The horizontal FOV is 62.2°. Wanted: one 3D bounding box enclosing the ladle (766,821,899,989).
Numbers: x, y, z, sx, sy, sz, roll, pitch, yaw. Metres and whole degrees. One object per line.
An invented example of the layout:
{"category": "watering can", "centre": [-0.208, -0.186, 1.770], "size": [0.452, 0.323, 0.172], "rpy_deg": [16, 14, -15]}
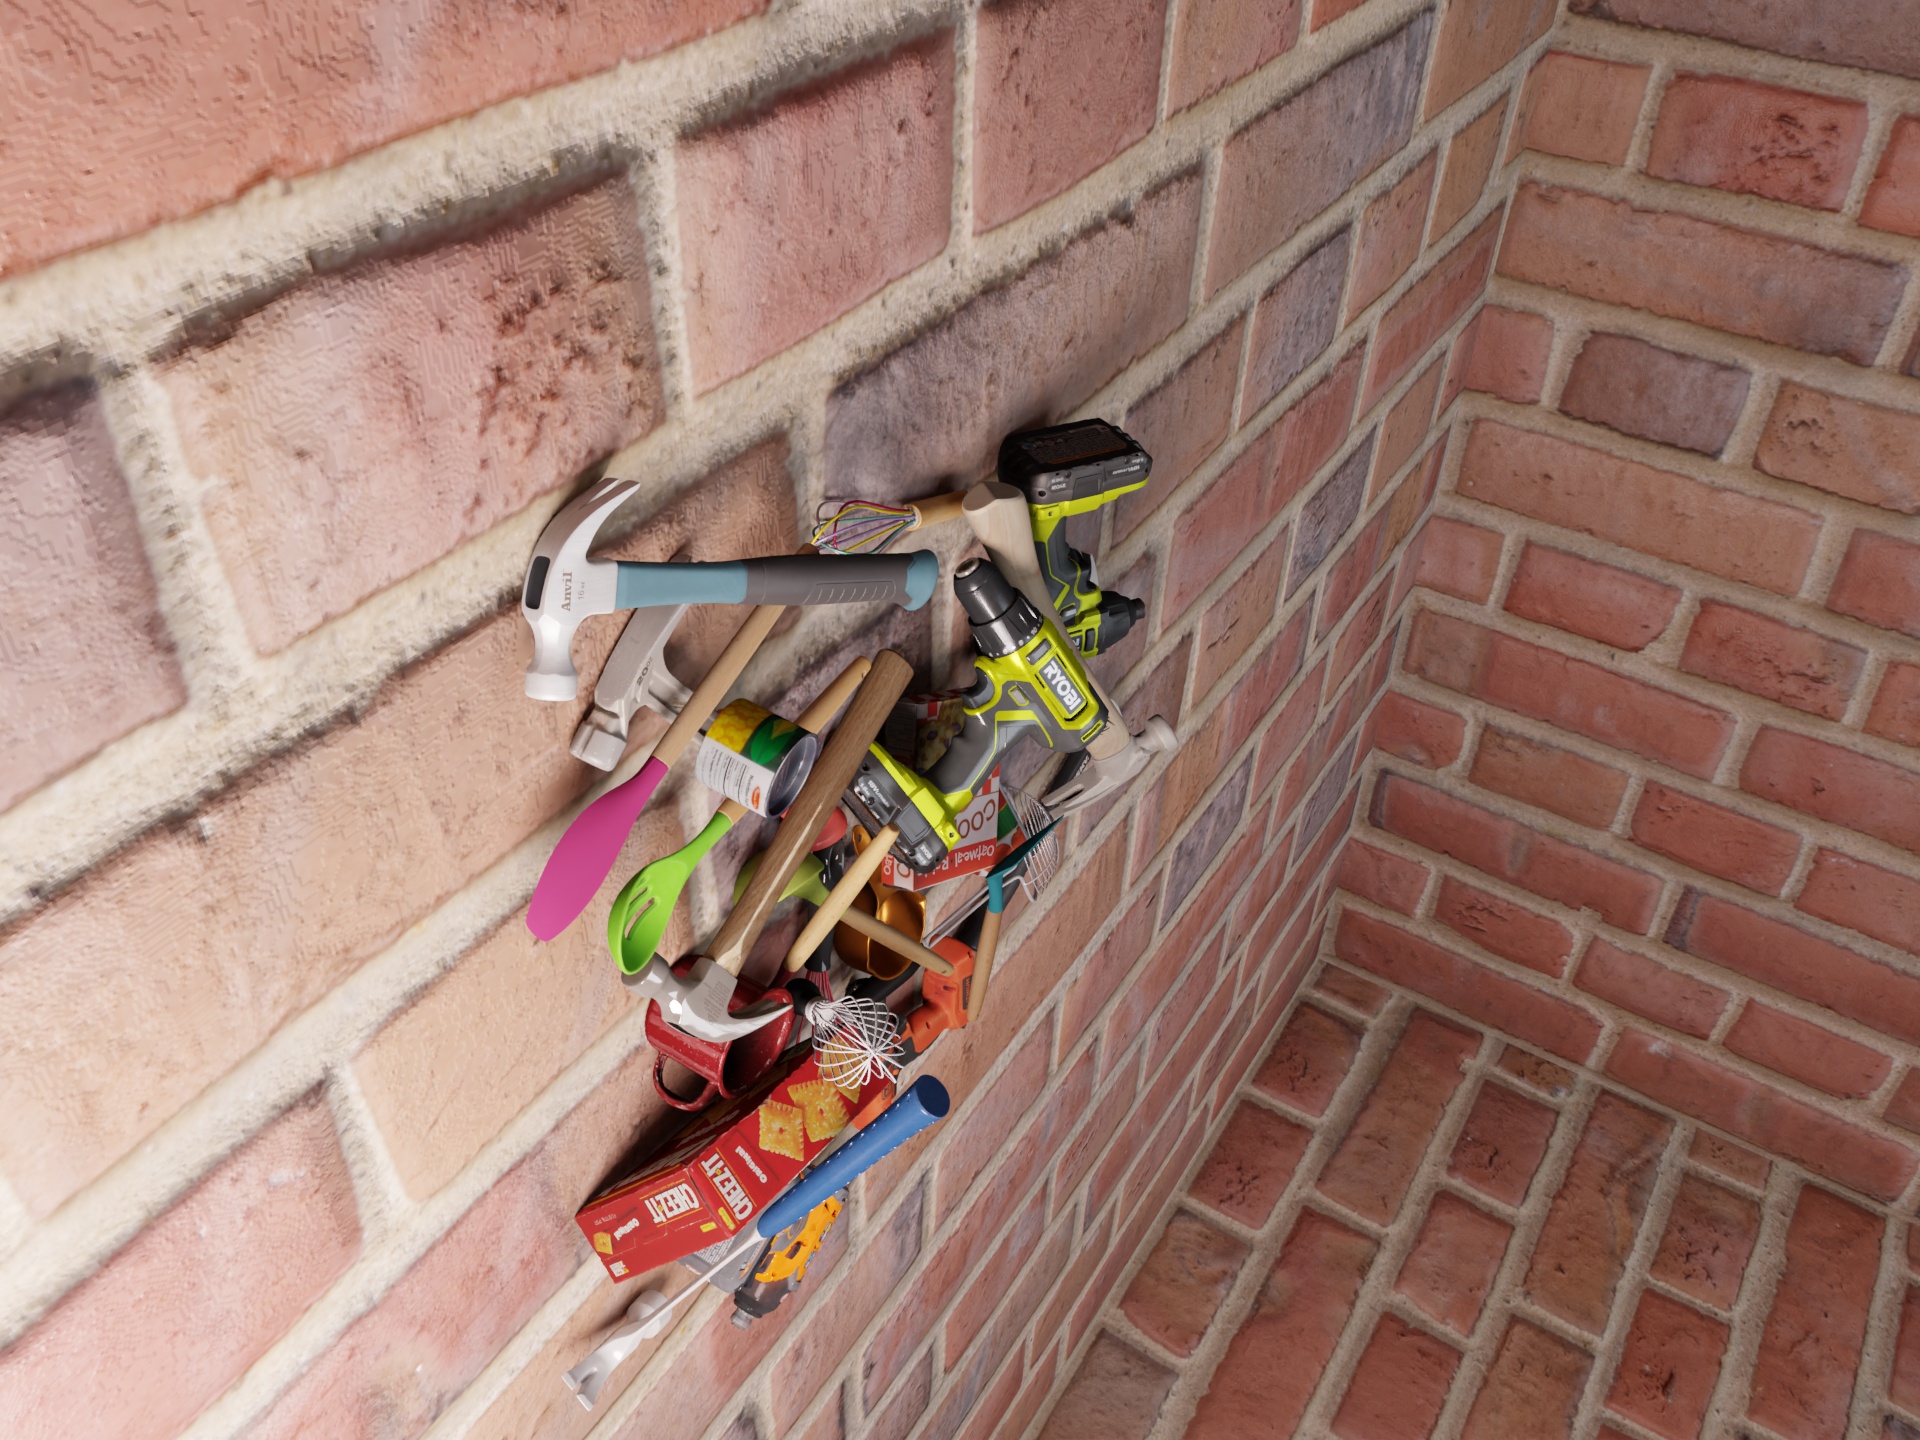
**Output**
{"category": "ladle", "centre": [-0.123, 0.180, 1.256], "size": [0.315, 0.031, 0.069], "rpy_deg": [-54, -174, 37]}

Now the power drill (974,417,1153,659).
{"category": "power drill", "centre": [0.102, -0.153, 1.448], "size": [0.171, 0.080, 0.223], "rpy_deg": [-16, 131, -22]}

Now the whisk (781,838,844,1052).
{"category": "whisk", "centre": [-0.127, 0.233, 1.400], "size": [0.073, 0.073, 0.295], "rpy_deg": [-25, 126, -57]}

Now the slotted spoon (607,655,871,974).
{"category": "slotted spoon", "centre": [-0.153, 0.054, 1.128], "size": [0.314, 0.031, 0.070], "rpy_deg": [-51, 151, -36]}

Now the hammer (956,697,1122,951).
{"category": "hammer", "centre": [0.089, 0.113, 1.775], "size": [0.335, 0.035, 0.146], "rpy_deg": [-58, 156, -20]}

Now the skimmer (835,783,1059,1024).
{"category": "skimmer", "centre": [-0.019, 0.189, 1.578], "size": [0.363, 0.090, 0.127], "rpy_deg": [-37, 116, -38]}

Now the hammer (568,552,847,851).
{"category": "hammer", "centre": [-0.156, 0.016, 1.164], "size": [0.149, 0.037, 0.358], "rpy_deg": [-62, 156, -11]}

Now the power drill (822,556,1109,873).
{"category": "power drill", "centre": [-0.002, -0.004, 1.321], "size": [0.228, 0.080, 0.190], "rpy_deg": [-43, 118, -14]}

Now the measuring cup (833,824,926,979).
{"category": "measuring cup", "centre": [-0.087, 0.155, 1.427], "size": [0.095, 0.052, 0.173], "rpy_deg": [-48, 135, -37]}

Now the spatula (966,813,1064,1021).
{"category": "spatula", "centre": [0.038, 0.204, 1.539], "size": [0.082, 0.044, 0.317], "rpy_deg": [-42, 154, -38]}

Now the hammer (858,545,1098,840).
{"category": "hammer", "centre": [0.029, -0.013, 1.534], "size": [0.409, 0.036, 0.149], "rpy_deg": [-49, 150, -35]}

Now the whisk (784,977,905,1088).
{"category": "whisk", "centre": [-0.102, 0.231, 1.236], "size": [0.070, 0.070, 0.285], "rpy_deg": [-64, -164, -8]}

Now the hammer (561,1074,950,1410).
{"category": "hammer", "centre": [-0.160, 0.405, 1.243], "size": [0.405, 0.035, 0.144], "rpy_deg": [-43, 175, 22]}

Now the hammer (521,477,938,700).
{"category": "hammer", "centre": [-0.134, -0.088, 1.025], "size": [0.331, 0.033, 0.128], "rpy_deg": [-7, 107, -48]}

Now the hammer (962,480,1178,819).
{"category": "hammer", "centre": [0.080, -0.058, 1.438], "size": [0.146, 0.038, 0.410], "rpy_deg": [-33, 138, -1]}

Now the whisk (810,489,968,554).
{"category": "whisk", "centre": [-0.047, -0.157, 1.235], "size": [0.245, 0.051, 0.047], "rpy_deg": [-28, 130, -60]}

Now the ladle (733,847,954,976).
{"category": "ladle", "centre": [-0.084, 0.179, 1.351], "size": [0.078, 0.062, 0.319], "rpy_deg": [-32, 144, 14]}

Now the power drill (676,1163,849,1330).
{"category": "power drill", "centre": [-0.186, 0.478, 1.462], "size": [0.164, 0.084, 0.226], "rpy_deg": [-60, 159, -16]}

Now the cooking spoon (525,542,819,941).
{"category": "cooking spoon", "centre": [-0.181, 0.007, 1.037], "size": [0.319, 0.017, 0.068], "rpy_deg": [-58, 157, -21]}

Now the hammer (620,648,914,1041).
{"category": "hammer", "centre": [-0.121, 0.087, 1.183], "size": [0.129, 0.031, 0.331], "rpy_deg": [49, 59, -38]}
